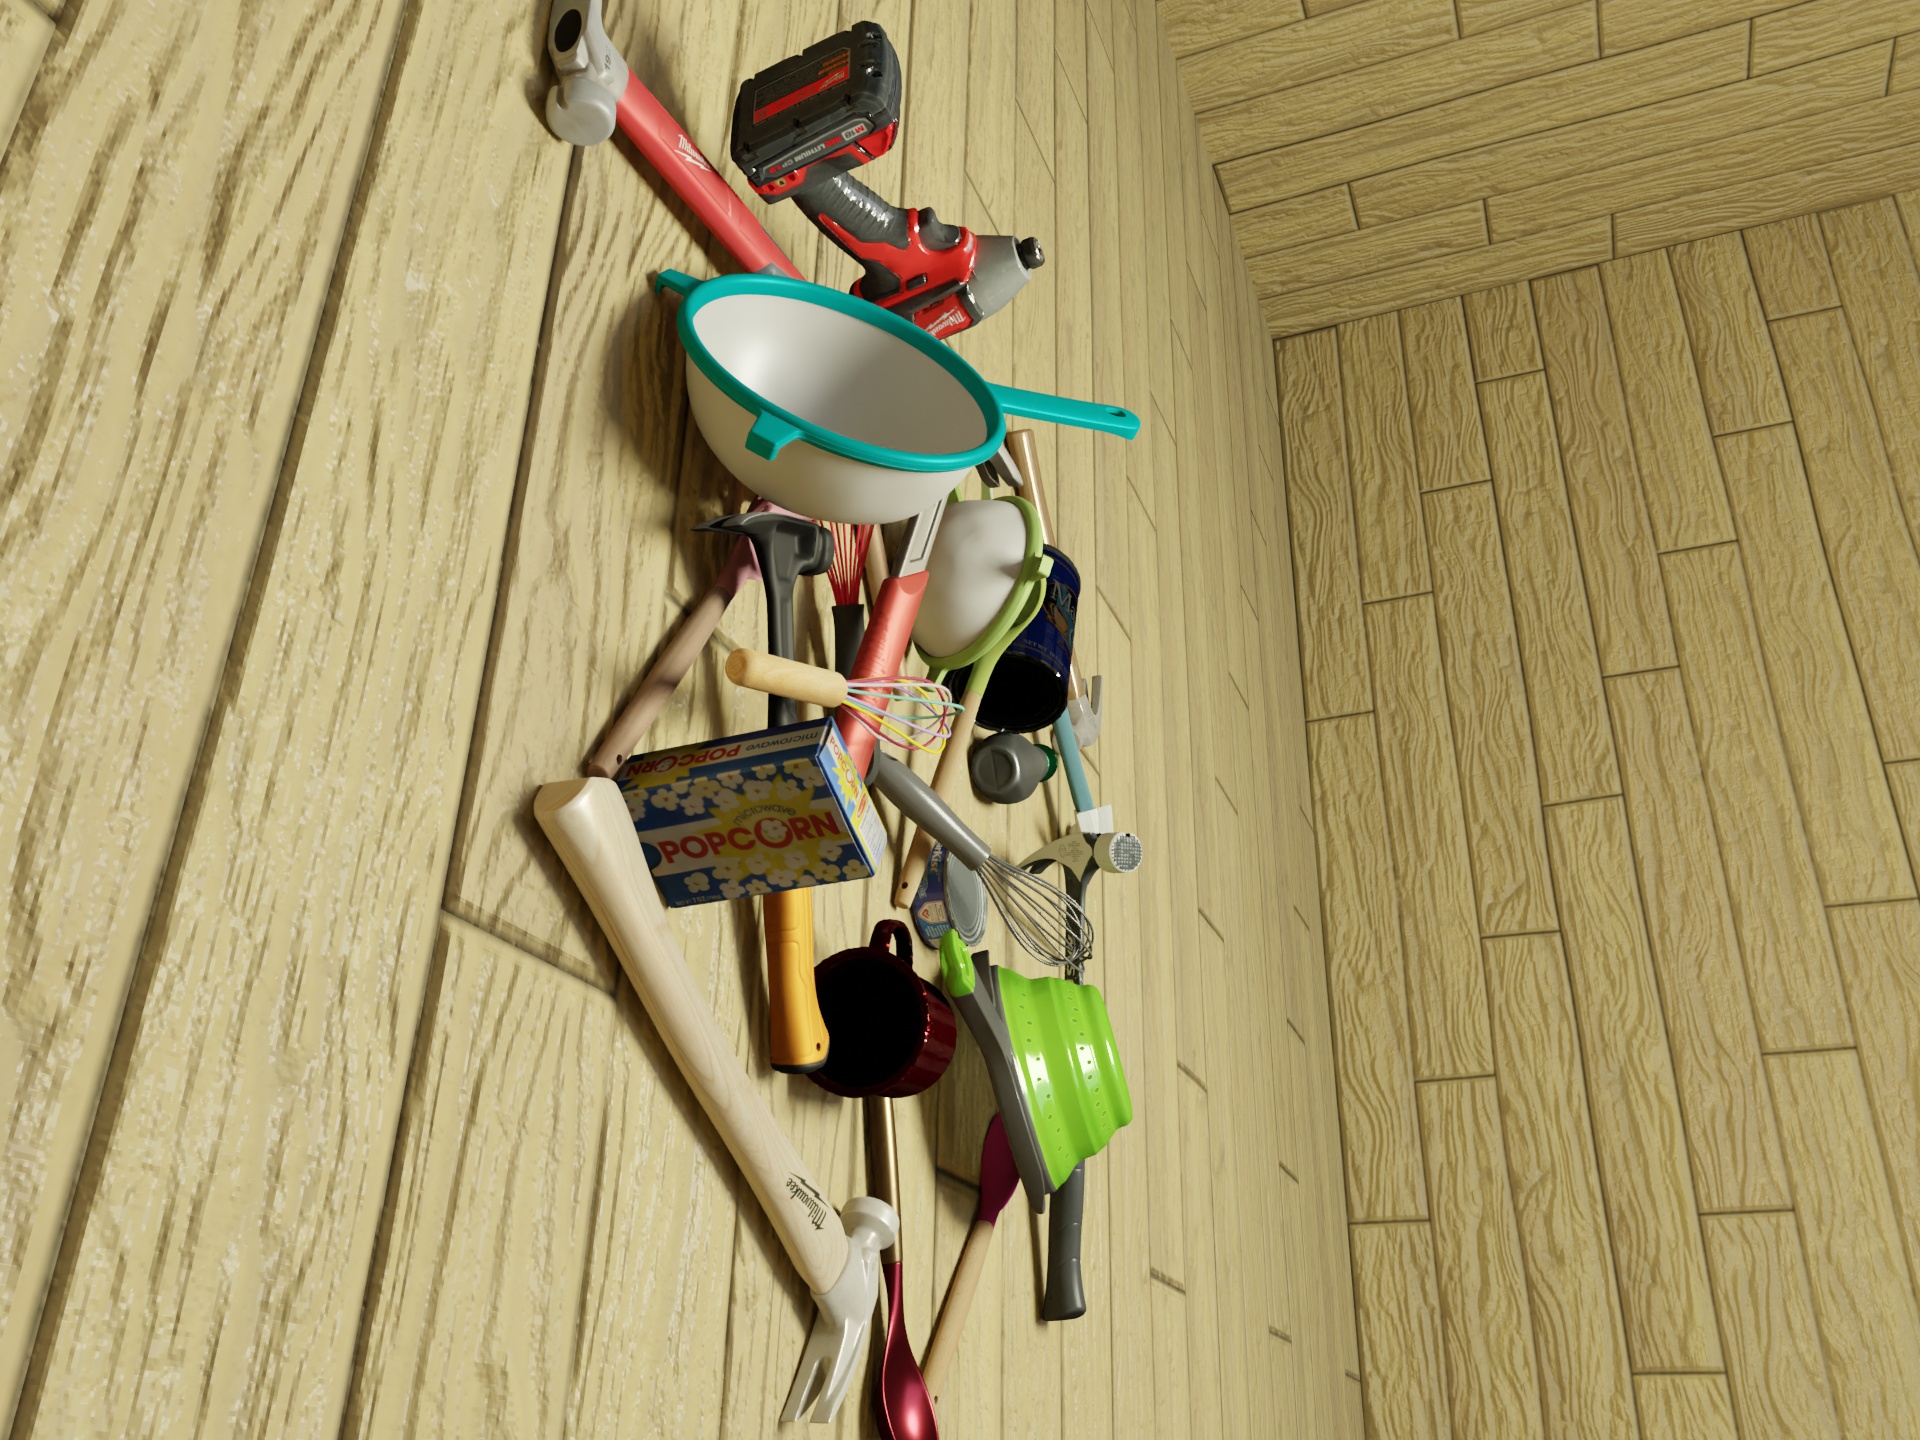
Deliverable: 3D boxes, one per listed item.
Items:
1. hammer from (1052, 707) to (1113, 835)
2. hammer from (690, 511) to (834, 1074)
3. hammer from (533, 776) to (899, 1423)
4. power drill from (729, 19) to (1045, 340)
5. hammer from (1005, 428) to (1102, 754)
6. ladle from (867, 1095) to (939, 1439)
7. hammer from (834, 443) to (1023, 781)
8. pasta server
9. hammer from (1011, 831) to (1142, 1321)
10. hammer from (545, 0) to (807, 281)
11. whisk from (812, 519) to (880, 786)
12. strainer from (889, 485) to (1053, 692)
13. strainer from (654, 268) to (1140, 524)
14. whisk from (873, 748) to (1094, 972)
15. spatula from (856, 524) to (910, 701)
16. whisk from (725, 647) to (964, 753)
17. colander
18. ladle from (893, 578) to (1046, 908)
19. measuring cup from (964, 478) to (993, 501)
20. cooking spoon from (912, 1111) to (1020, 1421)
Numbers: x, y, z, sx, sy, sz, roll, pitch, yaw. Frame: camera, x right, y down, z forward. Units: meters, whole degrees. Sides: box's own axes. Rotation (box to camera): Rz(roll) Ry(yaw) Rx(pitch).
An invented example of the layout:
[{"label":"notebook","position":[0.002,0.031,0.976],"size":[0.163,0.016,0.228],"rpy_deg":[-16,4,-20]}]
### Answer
[{"label":"hammer","position":[0.090,-0.024,1.538],"size":[0.128,0.033,0.331],"rpy_deg":[-142,-144,-83]},{"label":"hammer","position":[-0.108,0.044,0.954],"size":[0.127,0.034,0.337],"rpy_deg":[-2,89,-68]},{"label":"hammer","position":[-0.133,0.207,0.871],"size":[0.146,0.038,0.410],"rpy_deg":[-68,143,-52]},{"label":"power drill","position":[-0.044,-0.343,1.065],"size":[0.219,0.143,0.079],"rpy_deg":[46,34,-49]},{"label":"hammer","position":[0.095,-0.135,1.639],"size":[0.130,0.031,0.331],"rpy_deg":[-31,110,-68]},{"label":"ladle","position":[-0.047,0.334,1.059],"size":[0.069,0.031,0.316],"rpy_deg":[31,51,-65]},{"label":"hammer","position":[-0.043,-0.063,1.094],"size":[0.149,0.037,0.359],"rpy_deg":[44,55,-50]},{"label":"pasta server","position":[-0.146,-0.062,0.949],"size":[0.316,0.040,0.060],"rpy_deg":[-68,147,-53]},{"label":"hammer","position":[0.090,0.300,1.353],"size":[0.036,0.149,0.409],"rpy_deg":[8,81,-32]},{"label":"hammer","position":[-0.141,-0.331,1.061],"size":[0.385,0.038,0.143],"rpy_deg":[42,41,-56]},{"label":"whisk","position":[-0.081,-0.100,1.118],"size":[0.073,0.073,0.296],"rpy_deg":[-7,93,-70]},{"label":"strainer","position":[-0.018,-0.155,1.274],"size":[0.069,0.151,0.257],"rpy_deg":[26,32,-33]},{"label":"strainer","position":[-0.033,-0.183,1.028],"size":[0.340,0.095,0.211],"rpy_deg":[2,41,-35]},{"label":"whisk","position":[0.013,0.104,1.177],"size":[0.239,0.055,0.055],"rpy_deg":[44,31,-12]},{"label":"spatula","position":[-0.075,-0.170,1.215],"size":[0.060,0.018,0.316],"rpy_deg":[-16,95,-69]},{"label":"whisk","position":[-0.064,-0.013,0.964],"size":[0.244,0.051,0.047],"rpy_deg":[15,81,-63]},{"label":"colander","position":[0.062,0.230,1.165],"size":[0.396,0.094,0.205],"rpy_deg":[70,5,-59]},{"label":"ladle","position":[-0.002,-0.004,1.237],"size":[0.062,0.078,0.320],"rpy_deg":[60,42,-52]},{"label":"measuring cup","position":[0.007,-0.194,1.355],"size":[0.038,0.083,0.168],"rpy_deg":[5,83,-27]},{"label":"cooking spoon","position":[0.012,0.400,1.200],"size":[0.319,0.017,0.068],"rpy_deg":[-58,135,-62]}]
